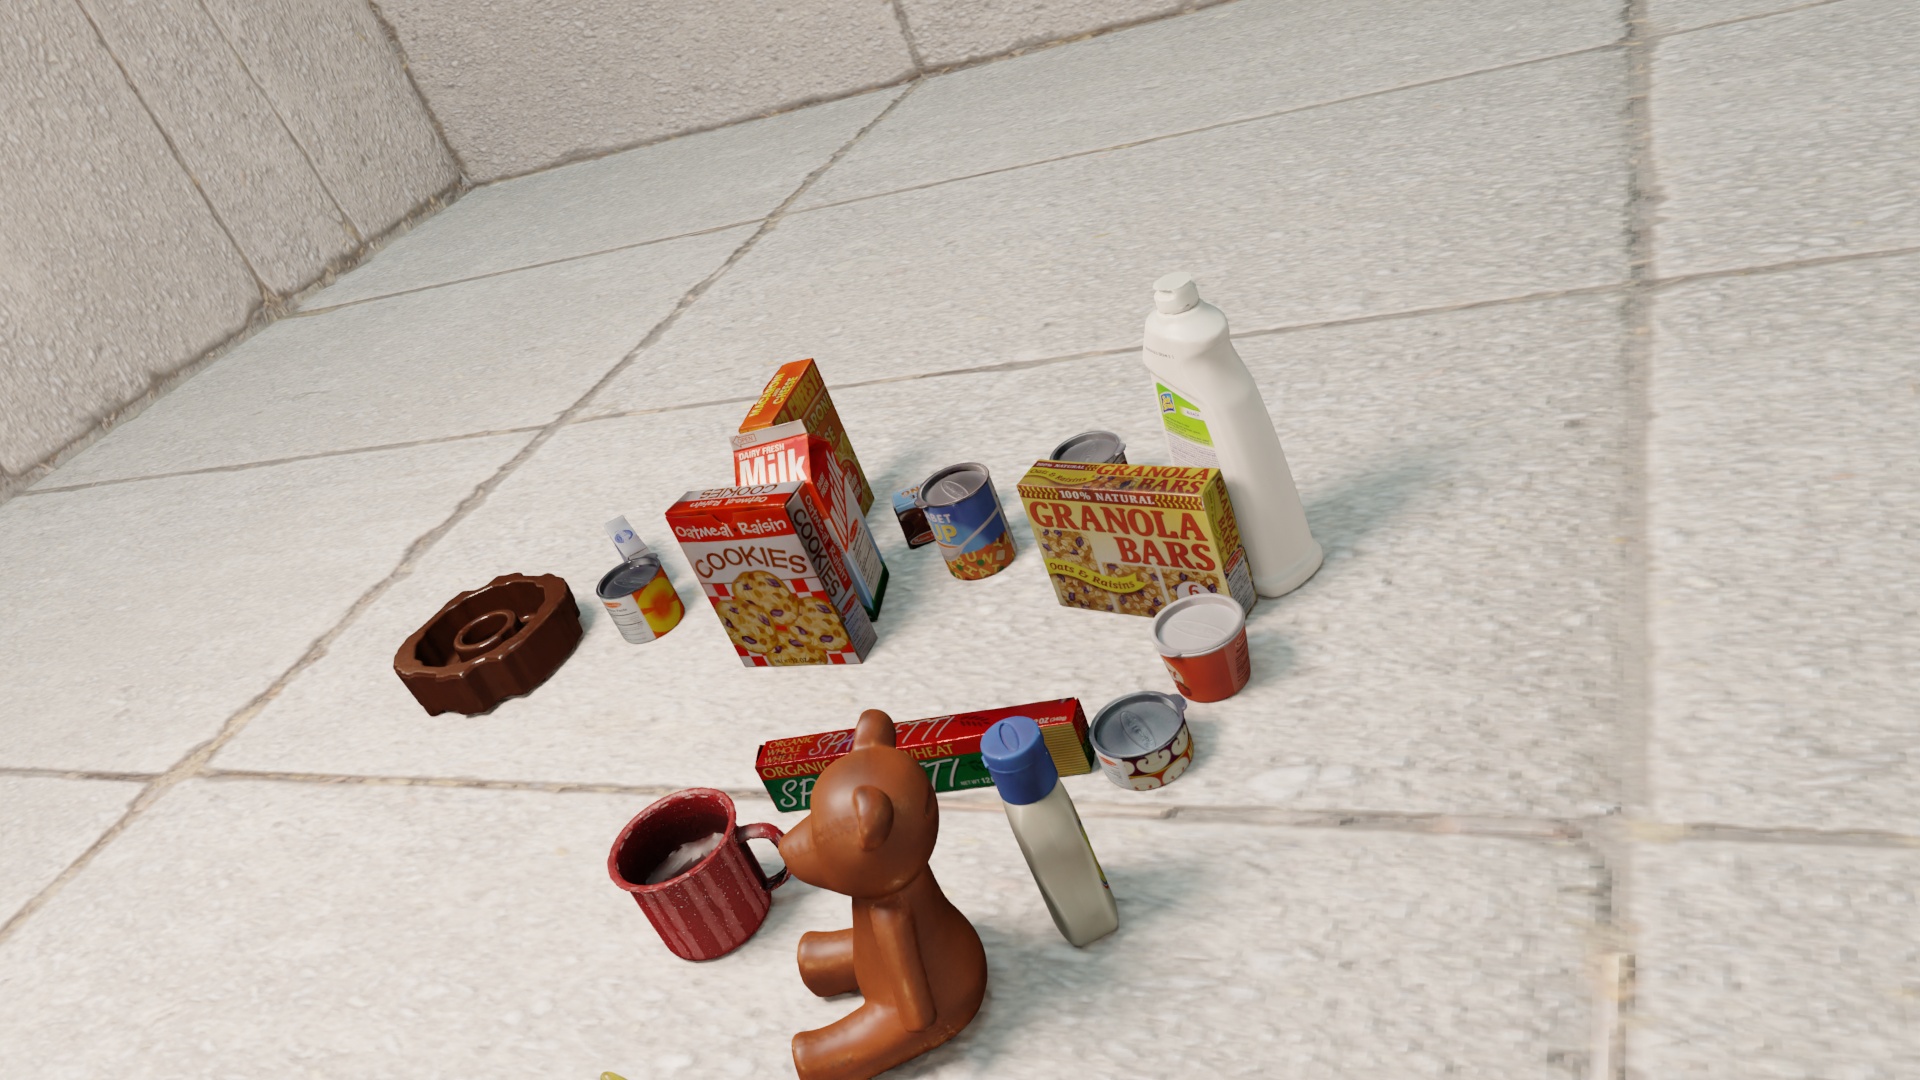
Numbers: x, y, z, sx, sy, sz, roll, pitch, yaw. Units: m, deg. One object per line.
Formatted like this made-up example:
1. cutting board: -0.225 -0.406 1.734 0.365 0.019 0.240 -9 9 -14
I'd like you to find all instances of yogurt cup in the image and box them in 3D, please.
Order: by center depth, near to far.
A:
1. yogurt cup: 0.174 0.078 0.990 0.072 0.053 0.073 -16 30 10

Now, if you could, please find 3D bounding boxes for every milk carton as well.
1. milk carton: -0.132 -0.017 1.205 0.072 0.189 0.074 -13 31 16

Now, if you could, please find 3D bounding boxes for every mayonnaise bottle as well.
1. mayonnaise bottle: 0.052 0.171 0.826 0.041 0.147 0.065 -24 30 -3

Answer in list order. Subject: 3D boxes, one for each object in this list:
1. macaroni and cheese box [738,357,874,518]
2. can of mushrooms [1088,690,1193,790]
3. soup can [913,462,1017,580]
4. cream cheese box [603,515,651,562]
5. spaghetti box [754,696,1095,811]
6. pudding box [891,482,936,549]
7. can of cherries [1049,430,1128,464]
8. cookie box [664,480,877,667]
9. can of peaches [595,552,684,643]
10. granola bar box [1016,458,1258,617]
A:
1. macaroni and cheese box: -0.144 -0.071 1.323 0.040 0.165 0.124 -9 32 22
2. can of mushrooms: 0.126 0.135 0.949 0.071 0.033 0.071 -16 30 10
3. soup can: 0.004 -0.015 1.220 0.071 0.083 0.072 -16 30 10
4. cream cheese box: -0.331 0.016 1.417 0.024 0.053 0.104 -31 31 -15
5. spaghetti box: -0.029 0.156 1.000 0.250 0.050 0.029 -11 32 19
6. pudding box: -0.018 -0.032 1.295 0.084 0.049 0.030 -21 30 1
7. can of cherries: 0.121 -0.056 1.236 0.071 0.058 0.072 -16 30 10
8. cookie box: -0.158 0.031 1.166 0.123 0.166 0.040 -4 34 28
9. can of peaches: -0.304 0.056 1.331 0.071 0.057 0.071 -16 30 10
10. granola bar box: 0.136 0.000 1.070 0.165 0.123 0.039 6 40 39
